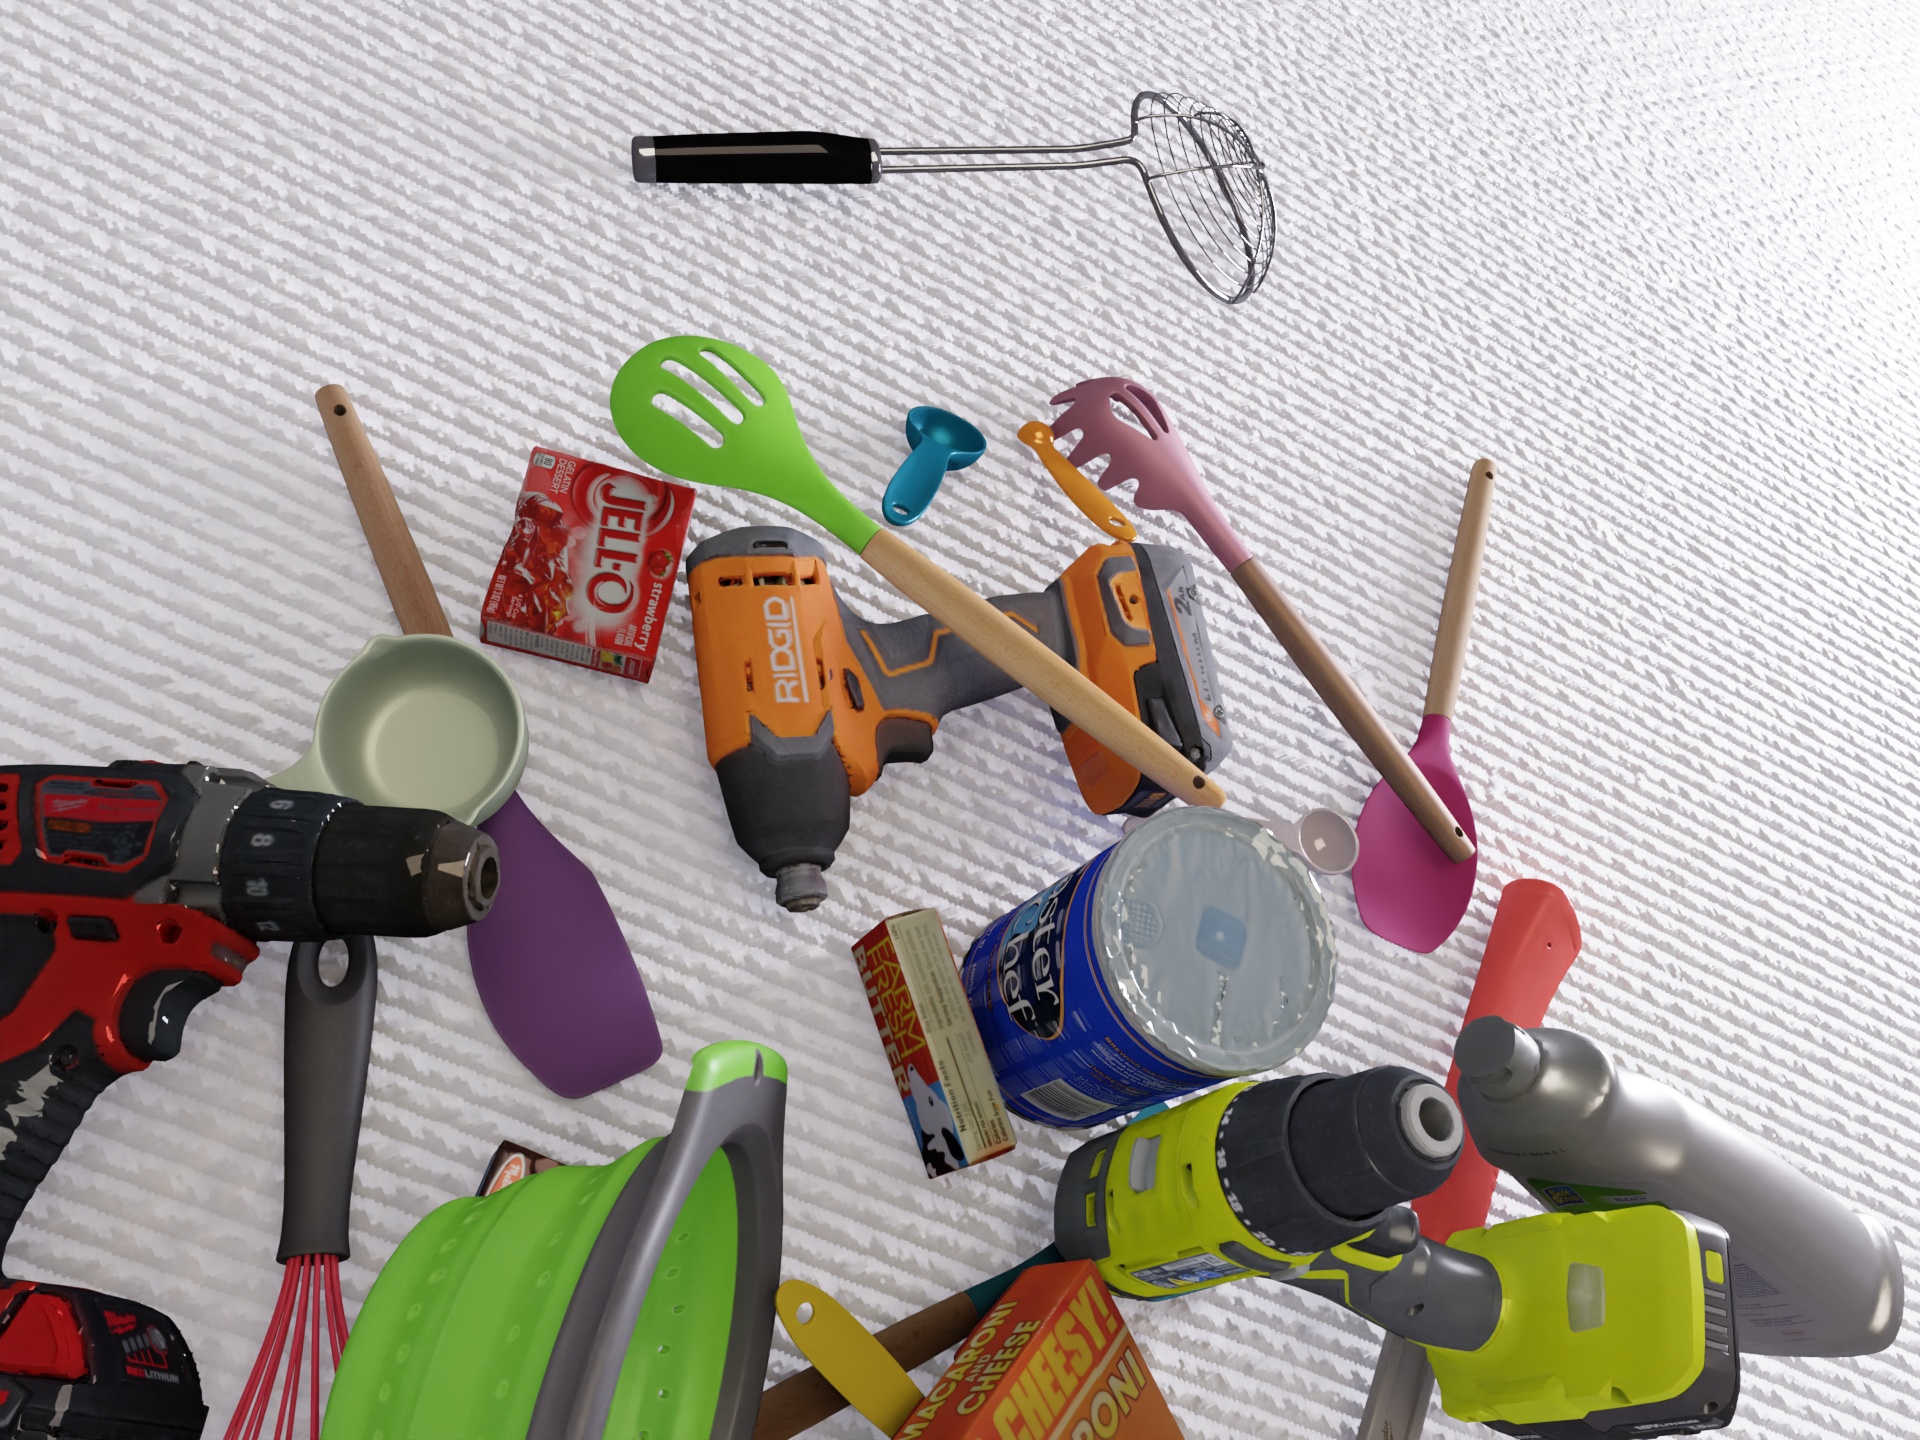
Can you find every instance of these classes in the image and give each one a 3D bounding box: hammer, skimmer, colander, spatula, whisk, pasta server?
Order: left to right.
[{"bbox_3d":[-0.218,0.200,0.530,0.073,0.073,0.296,5,60,-22],"label":"whisk"},{"bbox_3d":[-0.203,0.001,0.643,0.060,0.018,0.316,-20,78,-24],"label":"spatula"},{"bbox_3d":[-0.139,0.286,0.463,0.094,0.204,0.397,8,78,8],"label":"colander"},{"bbox_3d":[-0.021,0.243,0.618,0.317,0.044,0.082,-19,78,-25],"label":"spatula"},{"bbox_3d":[0.007,-0.281,0.854,0.363,0.090,0.127,-6,73,-15],"label":"skimmer"},{"bbox_3d":[0.157,-0.055,0.815,0.060,0.040,0.316,-34,85,-32],"label":"pasta server"},{"bbox_3d":[0.214,0.221,0.723,0.149,0.036,0.359,33,59,-8],"label":"hammer"}]

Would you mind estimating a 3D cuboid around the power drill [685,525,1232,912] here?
[{"bbox_3d":[-0.001,-0.002,0.701,0.226,0.084,0.164,-2,69,-20],"label":"power drill"}]

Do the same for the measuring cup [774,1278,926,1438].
[{"bbox_3d":[-0.022,0.257,0.583,0.156,0.029,0.062,52,57,-15],"label":"measuring cup"}]

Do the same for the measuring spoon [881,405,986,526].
[{"bbox_3d":[-0.019,-0.113,0.748,0.042,0.021,0.129,26,34,-2],"label":"measuring spoon"}]

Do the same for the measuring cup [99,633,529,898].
[{"bbox_3d":[-0.244,0.028,0.603,0.167,0.038,0.083,-27,80,-10],"label":"measuring cup"}]

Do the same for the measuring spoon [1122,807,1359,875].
[{"bbox_3d":[0.135,0.058,0.774,0.124,0.018,0.034,5,66,-15],"label":"measuring spoon"}]

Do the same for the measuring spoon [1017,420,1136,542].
[{"bbox_3d":[0.058,-0.120,0.780,0.021,0.011,0.117,-1,36,-27],"label":"measuring spoon"}]

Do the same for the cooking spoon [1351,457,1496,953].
[{"bbox_3d":[0.261,-0.020,0.859,0.068,0.017,0.319,23,61,-6],"label":"cooking spoon"}]

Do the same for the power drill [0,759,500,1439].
[{"bbox_3d":[-0.257,0.118,0.501,0.188,0.080,0.227,3,63,6],"label":"power drill"}]

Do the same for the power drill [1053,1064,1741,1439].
[{"bbox_3d":[0.172,0.195,0.588,0.228,0.190,0.080,25,55,-17],"label":"power drill"}]

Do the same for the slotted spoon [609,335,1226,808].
[{"bbox_3d":[-0.015,-0.060,0.663,0.314,0.031,0.070,38,68,0],"label":"slotted spoon"}]
